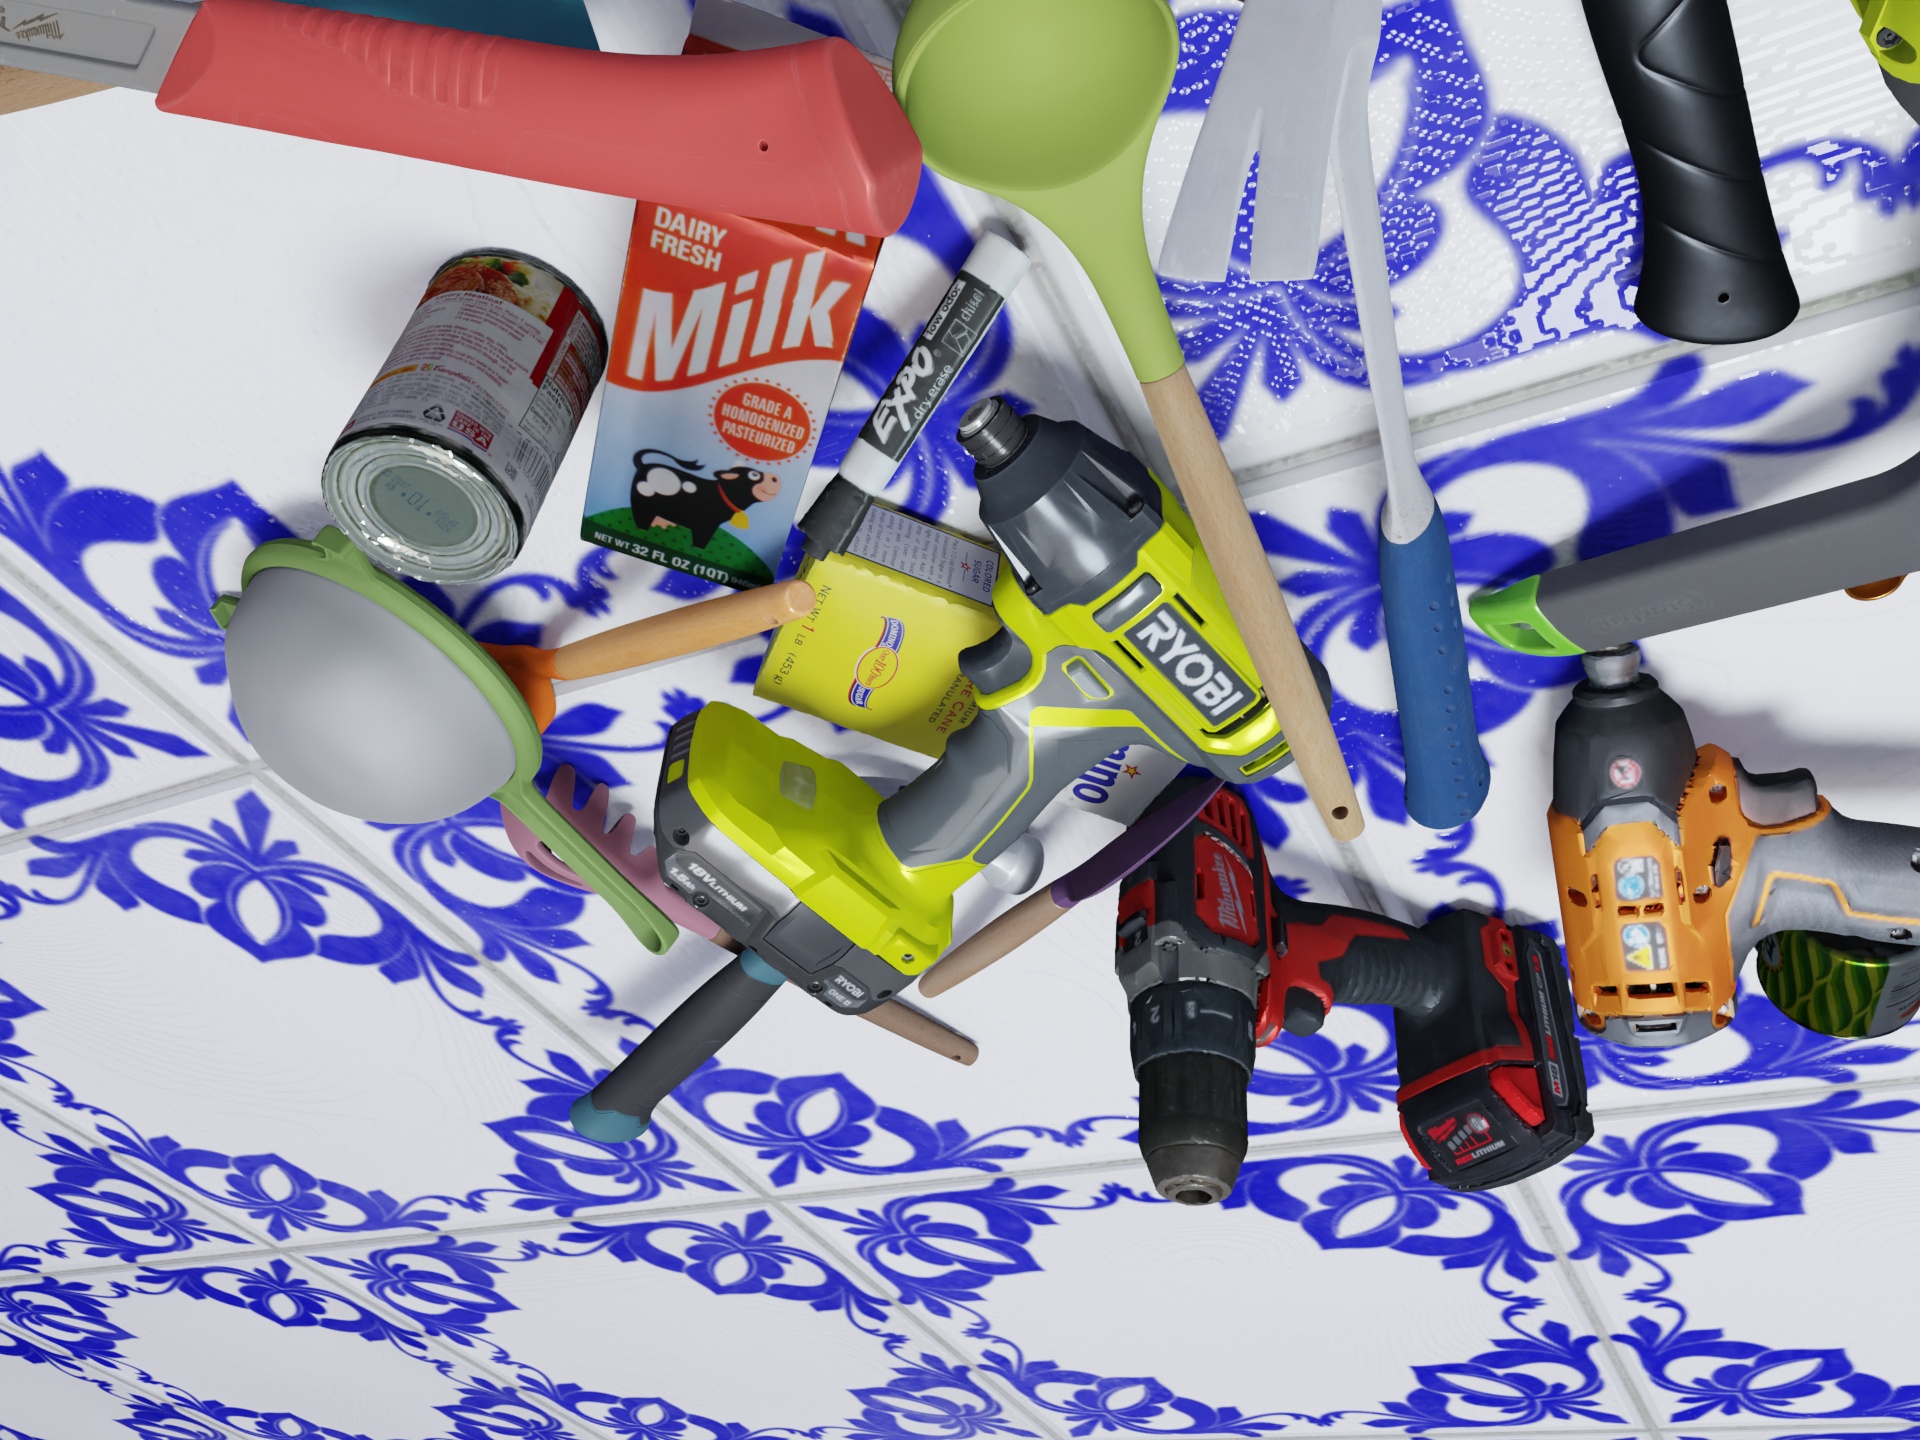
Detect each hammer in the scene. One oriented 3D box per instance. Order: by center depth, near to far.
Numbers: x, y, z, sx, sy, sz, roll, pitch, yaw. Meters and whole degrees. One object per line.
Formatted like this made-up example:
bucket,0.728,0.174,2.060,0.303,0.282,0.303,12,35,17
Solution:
hammer,0.146,-0.250,0.371,0.149,0.036,0.408,-16,133,26
hammer,-0.185,-0.173,0.450,0.359,0.037,0.149,15,126,14
hammer,0.138,-0.068,0.505,0.035,0.144,0.405,11,154,27
hammer,-0.107,0.134,0.818,0.128,0.033,0.331,25,129,-27

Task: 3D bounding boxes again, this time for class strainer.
strainer,-0.227,0.035,0.696,0.151,0.069,0.256,-12,126,48

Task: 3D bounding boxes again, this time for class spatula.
spatula,-0.252,-0.209,0.493,0.317,0.044,0.082,-4,130,18
spatula,-0.154,-0.019,0.648,0.081,0.041,0.323,41,152,-27
spatula,0.036,0.089,0.736,0.018,0.060,0.316,46,150,2

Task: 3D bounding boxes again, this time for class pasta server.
pasta server,-0.107,0.114,0.848,0.316,0.040,0.060,33,135,-30

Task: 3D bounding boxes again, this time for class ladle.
ladle,0.071,-0.079,0.484,0.078,0.062,0.319,-20,119,16

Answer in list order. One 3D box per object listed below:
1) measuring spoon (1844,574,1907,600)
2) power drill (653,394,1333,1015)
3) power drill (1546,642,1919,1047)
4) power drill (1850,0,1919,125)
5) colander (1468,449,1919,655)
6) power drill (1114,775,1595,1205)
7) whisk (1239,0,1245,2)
measuring spoon,0.354,-0.080,0.542,0.021,0.011,0.117,27,133,-19
power drill,-0.001,-0.002,0.584,0.223,0.080,0.171,-37,118,20
power drill,0.343,0.036,0.603,0.226,0.084,0.164,-8,105,22
power drill,0.185,-0.222,0.263,0.228,0.080,0.190,33,137,-22
colander,0.331,-0.100,0.477,0.204,0.094,0.397,34,152,-25
power drill,0.166,0.140,0.700,0.226,0.188,0.080,23,138,-21
whisk,-0.013,-0.234,0.416,0.245,0.047,0.051,17,138,-13
